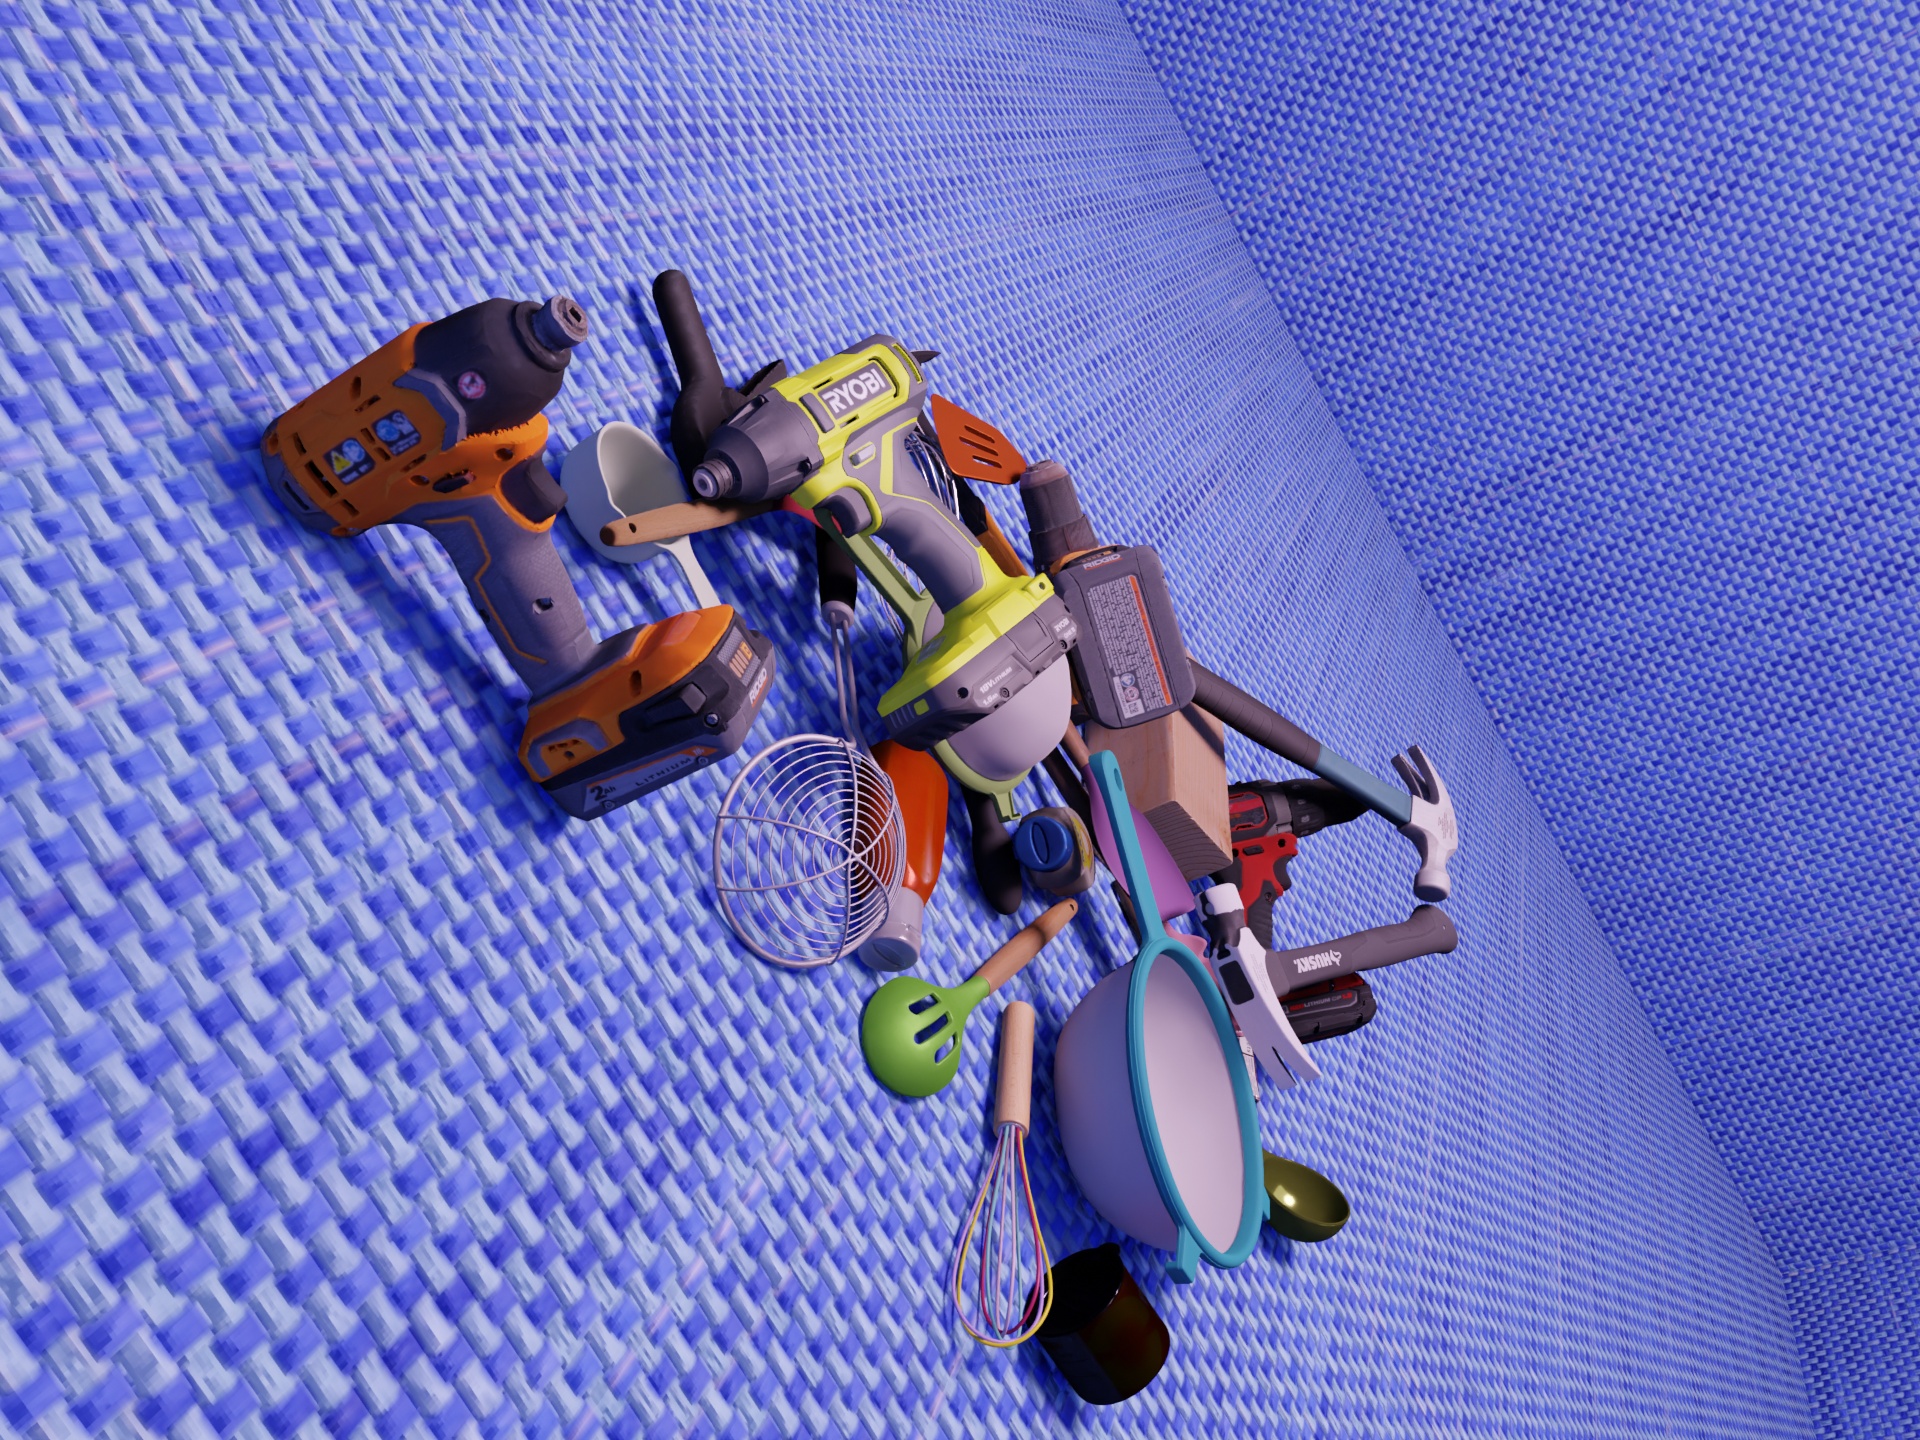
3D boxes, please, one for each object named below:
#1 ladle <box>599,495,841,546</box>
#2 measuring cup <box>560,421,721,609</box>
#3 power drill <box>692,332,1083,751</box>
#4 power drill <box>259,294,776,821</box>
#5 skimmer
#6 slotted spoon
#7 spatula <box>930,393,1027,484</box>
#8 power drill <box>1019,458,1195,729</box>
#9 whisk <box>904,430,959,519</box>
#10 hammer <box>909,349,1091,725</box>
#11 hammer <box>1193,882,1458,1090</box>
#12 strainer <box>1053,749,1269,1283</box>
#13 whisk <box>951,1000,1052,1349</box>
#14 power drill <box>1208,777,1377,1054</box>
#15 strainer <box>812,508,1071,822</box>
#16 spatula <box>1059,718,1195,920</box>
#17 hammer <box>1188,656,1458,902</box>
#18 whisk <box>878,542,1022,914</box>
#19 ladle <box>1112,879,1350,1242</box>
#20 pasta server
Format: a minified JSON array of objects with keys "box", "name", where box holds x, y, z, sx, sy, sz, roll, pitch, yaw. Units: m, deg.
[{"box":[-0.127,-0.127,0.945,0.069,0.031,0.315,63,23,-3],"name":"ladle"},{"box":[-0.169,-0.085,0.895,0.167,0.038,0.083,63,24,-14],"name":"measuring cup"},{"box":[-0.043,-0.102,0.930,0.171,0.080,0.223,-39,96,-40],"name":"power drill"},{"box":[-0.182,-0.076,0.718,0.226,0.164,0.084,55,27,-23],"name":"power drill"},{"box":[-0.094,-0.012,0.974,0.127,0.090,0.364,39,25,-33],"name":"skimmer"},{"box":[0.021,0.162,1.031,0.070,0.031,0.314,62,25,2],"name":"slotted spoon"},{"box":[0.064,-0.168,1.336,0.322,0.041,0.081,43,29,-57],"name":"spatula"},{"box":[0.096,-0.098,1.177,0.226,0.084,0.185,-113,-176,-77],"name":"power drill"},{"box":[-0.003,-0.108,1.211,0.058,0.059,0.246,-21,89,-27],"name":"whisk"},{"box":[0.026,-0.147,1.306,0.337,0.034,0.127,60,28,-9],"name":"hammer"},{"box":[0.302,0.186,1.229,0.334,0.035,0.146,0,65,-49],"name":"hammer"},{"box":[0.104,0.194,1.055,0.211,0.095,0.340,9,65,-64],"name":"strainer"},{"box":[0.033,0.263,0.946,0.051,0.047,0.245,49,27,-26],"name":"whisk"},{"box":[0.283,0.155,1.351,0.080,0.188,0.227,96,-18,-70],"name":"power drill"},{"box":[0.003,-0.062,1.029,0.256,0.069,0.152,48,42,-35],"name":"strainer"},{"box":[0.081,0.015,1.209,0.059,0.018,0.316,-14,65,-37],"name":"spatula"},{"box":[0.283,0.024,1.322,0.330,0.033,0.128,30,51,-16],"name":"hammer"},{"box":[-0.001,-0.004,1.105,0.070,0.070,0.285,4,68,-60],"name":"whisk"},{"box":[0.208,0.263,1.252,0.320,0.062,0.078,63,26,4],"name":"ladle"},{"box":[0.122,0.102,1.193,0.060,0.040,0.316,-19,71,-39],"name":"pasta server"}]
